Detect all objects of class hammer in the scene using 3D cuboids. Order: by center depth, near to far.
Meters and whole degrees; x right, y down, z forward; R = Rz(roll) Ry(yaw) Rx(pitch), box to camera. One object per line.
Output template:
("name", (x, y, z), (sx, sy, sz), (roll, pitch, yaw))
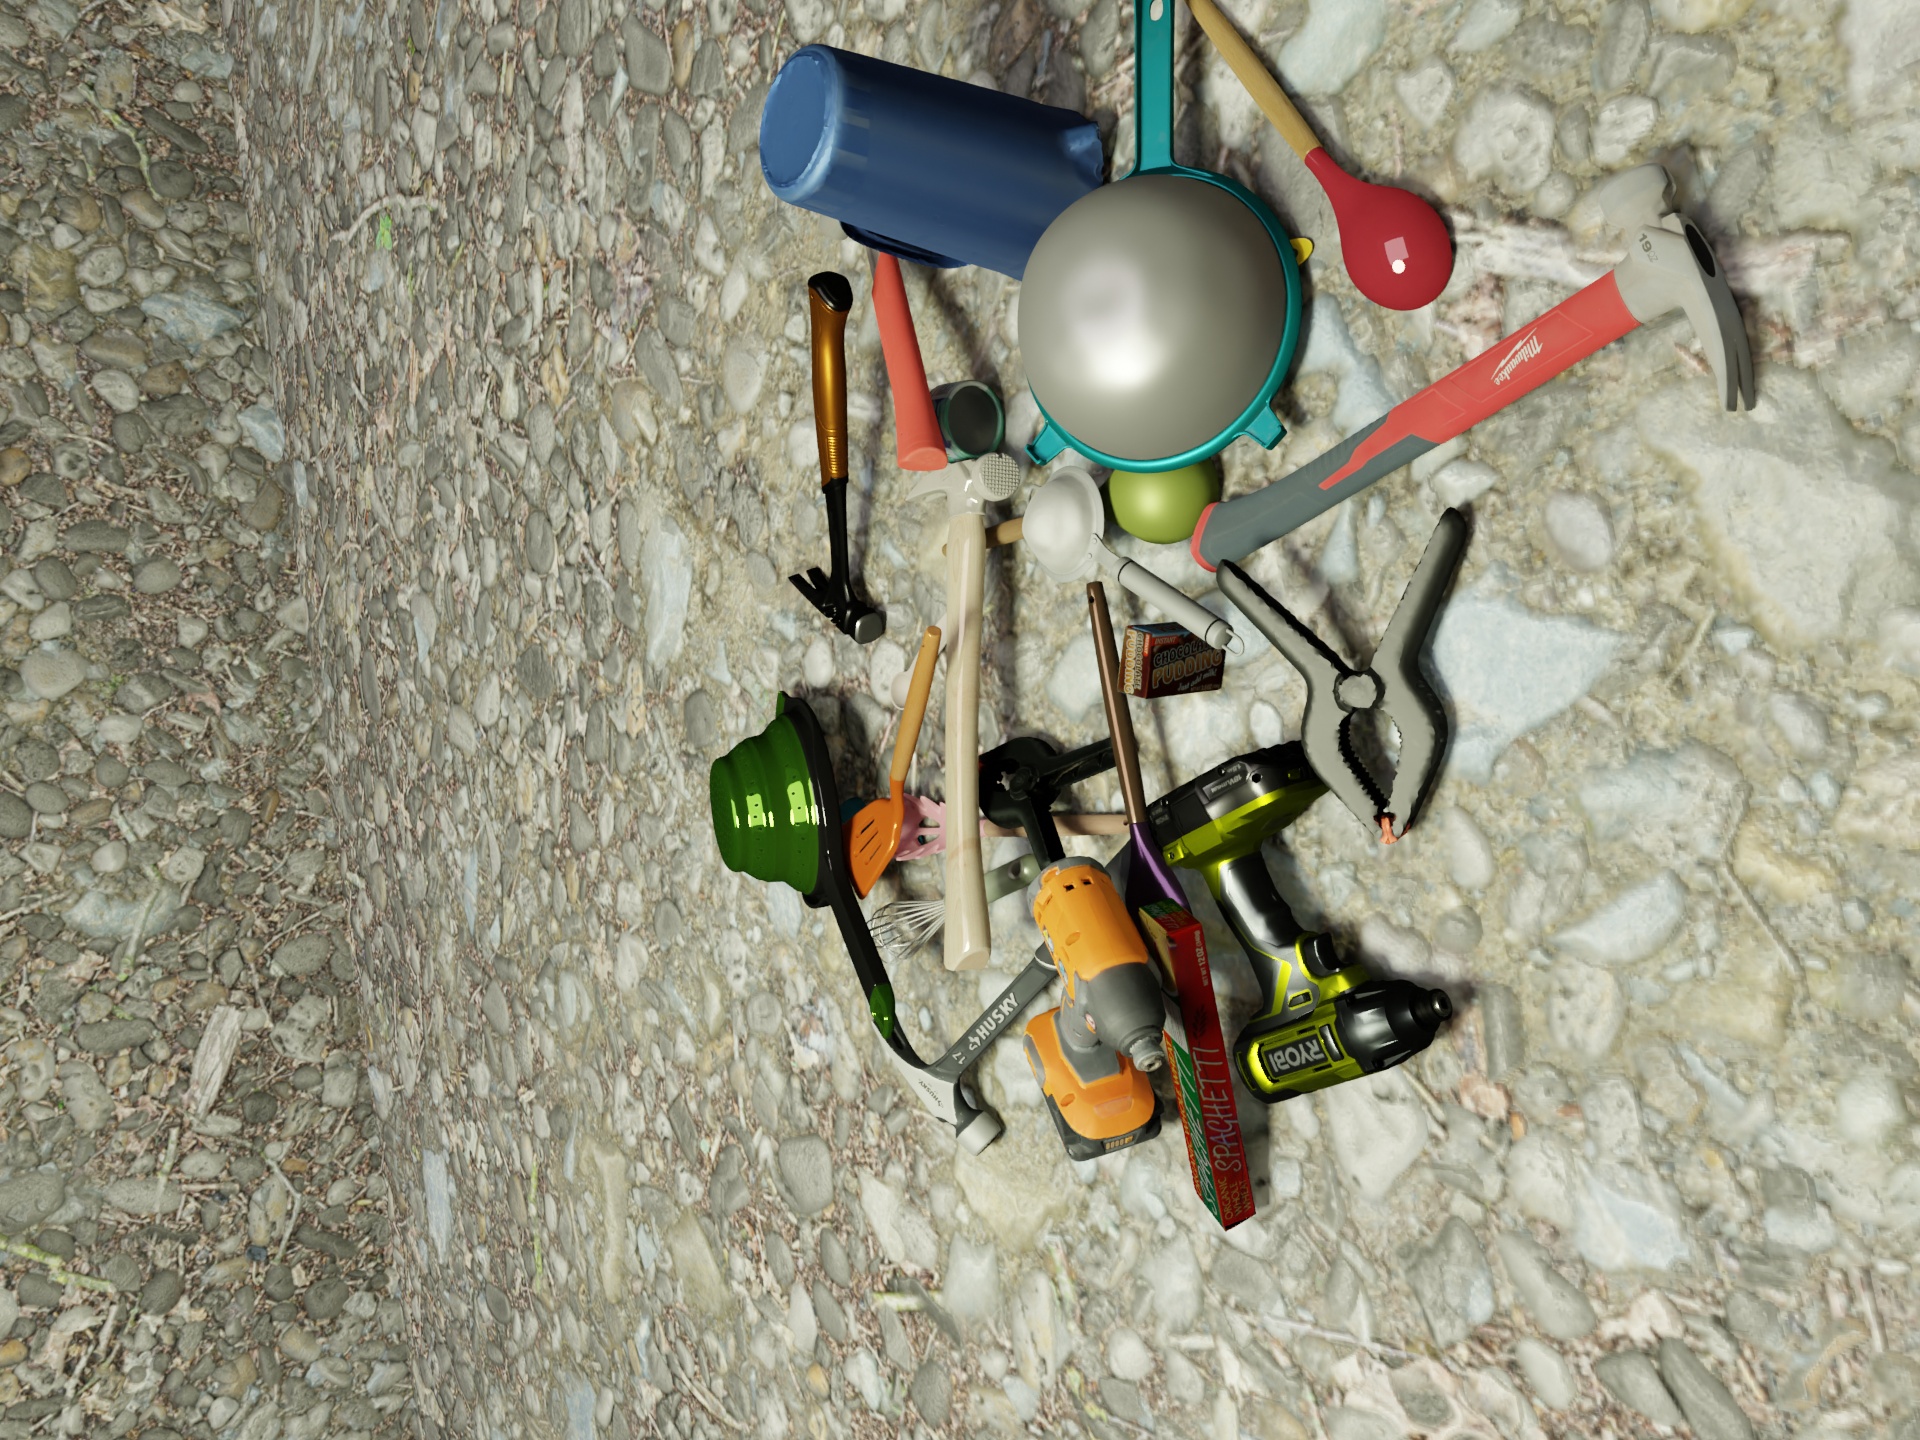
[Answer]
("hammer", (0.288, -0.168, 0.982), (0.386, 0.038, 0.143), (-31, 72, 49))
("hammer", (0.062, 0.201, 1.301), (0.149, 0.036, 0.408), (44, 127, 11))
("hammer", (-0.002, -0.004, 1.303), (0.146, 0.038, 0.411), (-5, 84, 63))
("hammer", (-0.054, -0.356, 1.323), (0.149, 0.036, 0.359), (-50, 43, 45))
("hammer", (-0.116, -0.235, 1.413), (0.127, 0.034, 0.336), (42, 143, 41))

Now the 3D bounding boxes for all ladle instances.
("ladle", (0.221, -0.389, 1.046), (0.069, 0.031, 0.316), (-53, 54, 42))
("ladle", (0.081, -0.158, 1.252), (0.320, 0.062, 0.078), (-7, 86, 59))

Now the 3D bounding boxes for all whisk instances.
("whisk", (-0.010, 0.165, 1.403), (0.246, 0.059, 0.058), (-31, 54, 44))

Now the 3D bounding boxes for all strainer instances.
("strainer", (0.115, -0.341, 1.071), (0.211, 0.095, 0.340), (2, 93, 31))
("strainer", (0.111, -0.112, 1.132), (0.259, 0.050, 0.086), (40, 124, 40))

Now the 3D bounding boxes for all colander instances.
("colander", (-0.157, 0.137, 1.464), (0.398, 0.094, 0.204), (-117, 27, -43))

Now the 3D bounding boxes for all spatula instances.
("spatula", (0.129, 0.050, 1.175), (0.060, 0.018, 0.316), (-17, 80, 41))
("spatula", (-0.058, 0.033, 1.352), (0.322, 0.041, 0.081), (106, 150, -49))

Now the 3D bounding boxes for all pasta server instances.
("pasta server", (0.036, 0.089, 1.339), (0.316, 0.040, 0.060), (-6, 76, 51))

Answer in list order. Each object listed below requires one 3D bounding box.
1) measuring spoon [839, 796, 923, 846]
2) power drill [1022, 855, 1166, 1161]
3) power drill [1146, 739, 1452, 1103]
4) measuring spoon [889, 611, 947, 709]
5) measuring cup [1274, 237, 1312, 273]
("measuring spoon", (-0.080, 0.102, 1.499), (0.129, 0.021, 0.042), (14, 106, 51))
("power drill", (0.103, 0.227, 1.159), (0.226, 0.084, 0.164), (87, 163, -46))
("power drill", (0.228, 0.134, 1.076), (0.171, 0.080, 0.223), (-36, 71, 49))
("measuring spoon", (-0.025, -0.057, 1.418), (0.124, 0.018, 0.034), (-54, 54, 33))
("measuring cup", (0.183, -0.299, 1.114), (0.156, 0.029, 0.062), (-17, 83, 40))
